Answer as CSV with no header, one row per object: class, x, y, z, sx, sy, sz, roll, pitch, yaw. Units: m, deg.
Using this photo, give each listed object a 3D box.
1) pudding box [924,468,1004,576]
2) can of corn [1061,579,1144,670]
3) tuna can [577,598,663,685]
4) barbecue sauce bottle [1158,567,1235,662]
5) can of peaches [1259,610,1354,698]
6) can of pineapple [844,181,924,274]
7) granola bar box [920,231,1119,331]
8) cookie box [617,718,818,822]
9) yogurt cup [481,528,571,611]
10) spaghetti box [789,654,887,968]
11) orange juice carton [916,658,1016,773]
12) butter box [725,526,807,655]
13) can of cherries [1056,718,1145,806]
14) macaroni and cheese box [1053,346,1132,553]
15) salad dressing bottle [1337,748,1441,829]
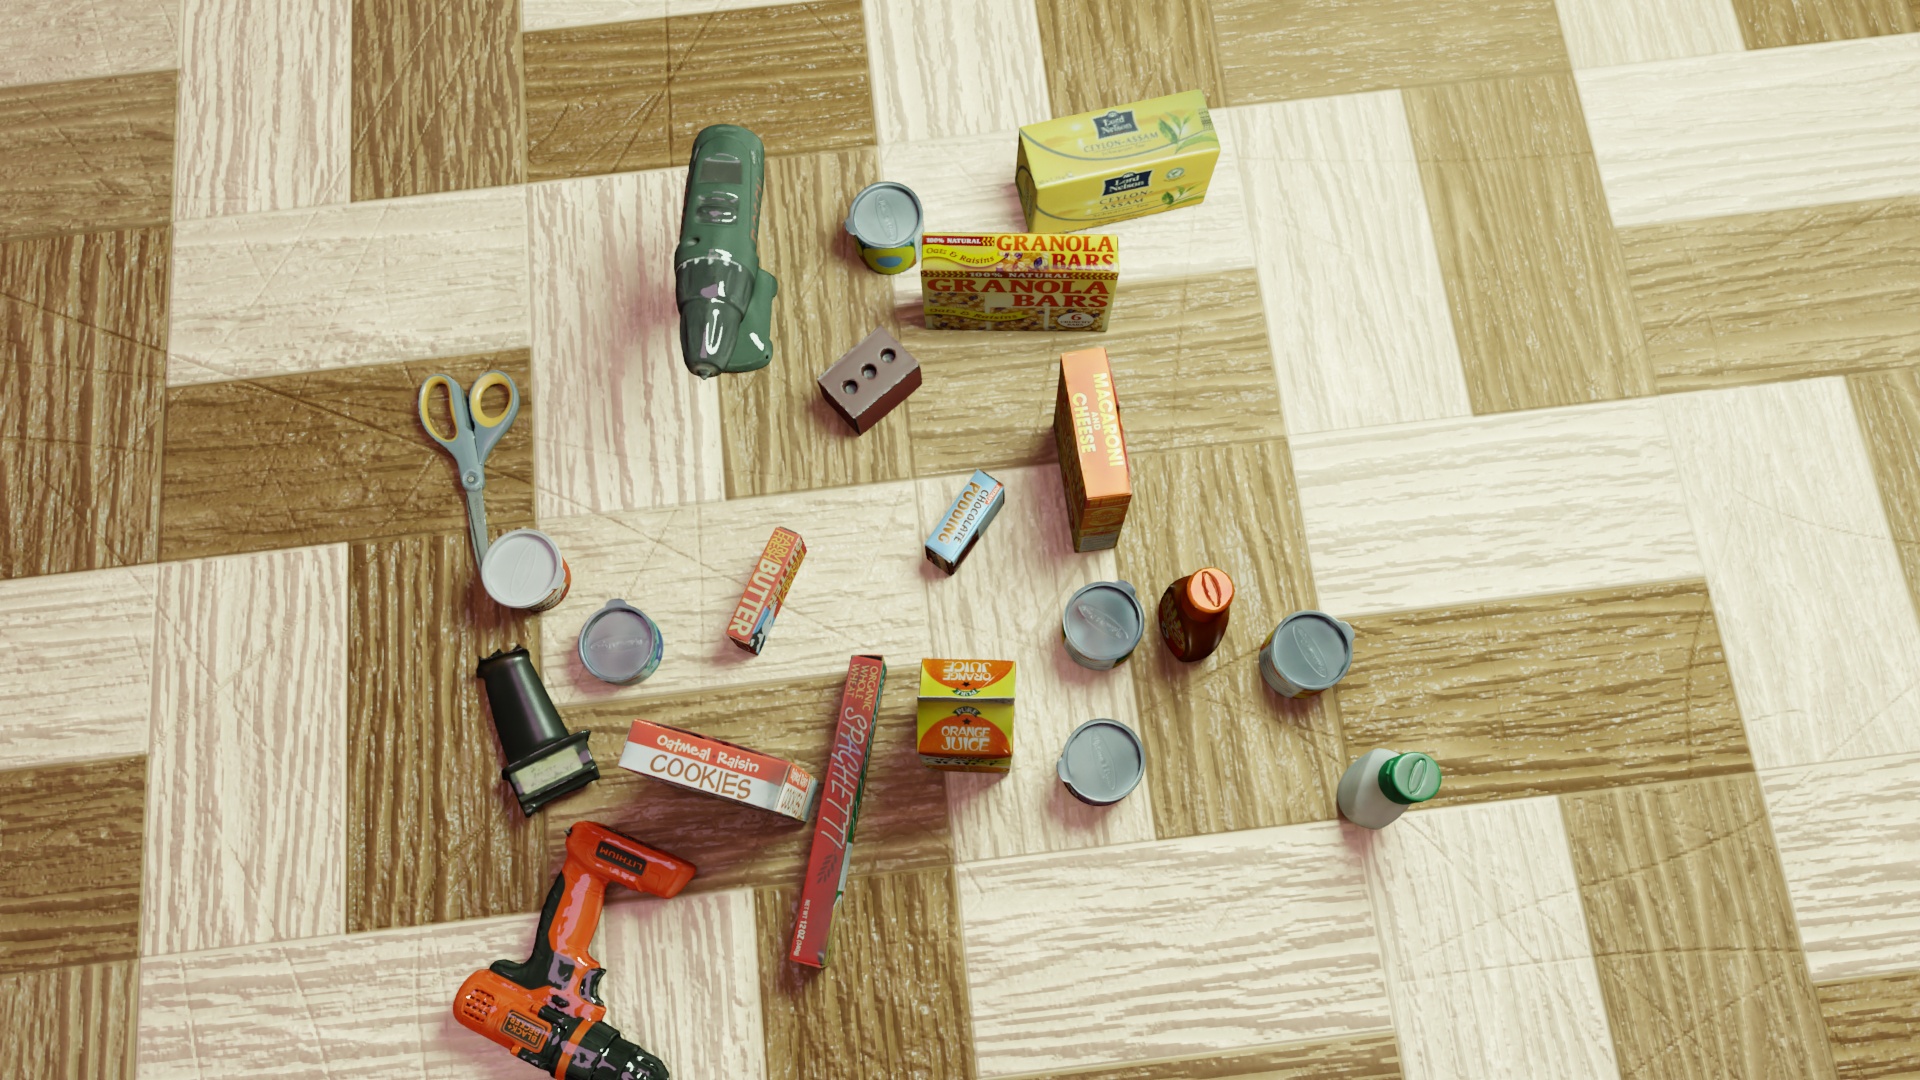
pudding box,0.004,-0.015,1.191,0.030,0.049,0.084,33,78,9
can of corn,0.119,0.070,1.161,0.071,0.058,0.071,0,75,1
tuna can,-0.287,0.087,1.177,0.071,0.032,0.071,0,75,1
barbecue sauce bottle,0.191,0.055,1.117,0.044,0.148,0.065,-16,75,-3
can of peaches,0.287,0.094,1.152,0.071,0.058,0.071,0,75,1
can of pineapple,-0.067,-0.283,1.262,0.071,0.057,0.071,0,75,1
granola bar box,0.050,-0.224,1.209,0.166,0.124,0.039,1,75,1
cookie box,-0.183,0.181,1.080,0.123,0.167,0.040,14,76,5
yogurt cup,-0.366,0.029,1.183,0.072,0.054,0.072,0,75,1
spaghetti box,-0.097,0.216,1.129,0.029,0.050,0.250,10,75,4
orange juice carton,0.006,0.135,1.076,0.072,0.192,0.073,2,75,2
butter box,-0.163,0.042,1.177,0.024,0.053,0.104,22,76,7
can of cherries,0.112,0.181,1.131,0.071,0.058,0.071,0,75,1
macaroni and cheese box,0.107,-0.071,1.144,0.040,0.166,0.124,-8,75,-1
salad dressing bottle,0.332,0.190,1.078,0.044,0.147,0.064,22,77,7
